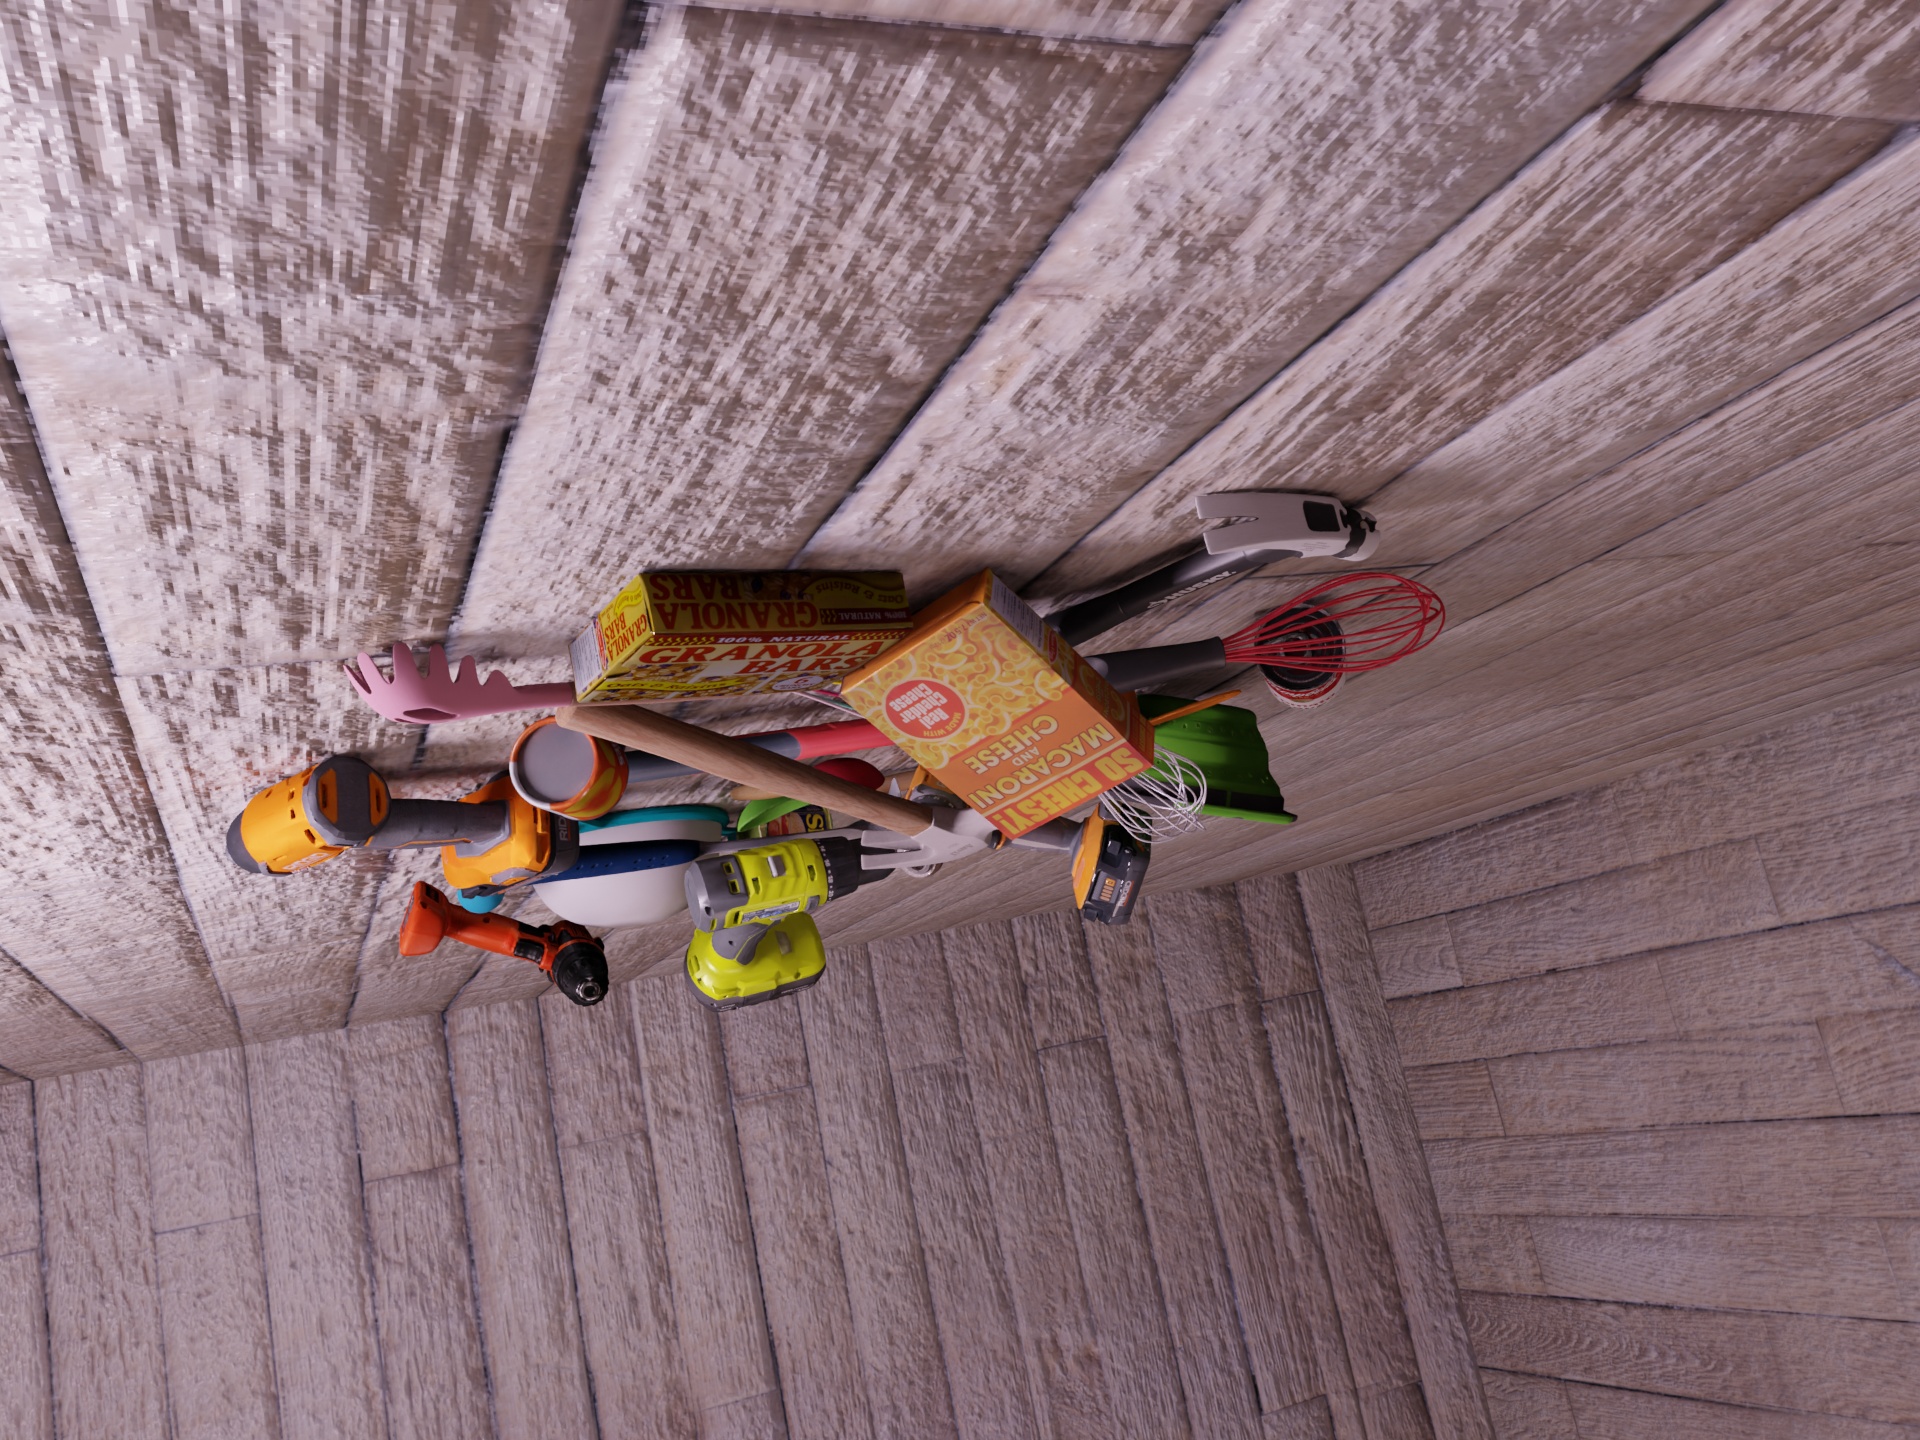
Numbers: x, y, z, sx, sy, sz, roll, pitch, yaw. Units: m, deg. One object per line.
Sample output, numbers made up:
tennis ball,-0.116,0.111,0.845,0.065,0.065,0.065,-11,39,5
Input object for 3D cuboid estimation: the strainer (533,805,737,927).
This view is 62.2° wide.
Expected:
strainer,-0.330,0.141,1.489,0.211,0.095,0.340,-12,169,3

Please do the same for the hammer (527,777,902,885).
hammer,-0.227,0.111,1.422,0.405,0.035,0.144,-3,152,-38

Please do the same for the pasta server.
pasta server,-0.224,-0.025,0.993,0.316,0.040,0.060,-5,167,-45

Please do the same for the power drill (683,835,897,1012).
power drill,-0.166,0.182,1.486,0.190,0.080,0.228,-11,151,-22

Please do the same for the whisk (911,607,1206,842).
whisk,0.071,0.004,1.079,0.284,0.070,0.070,35,142,-30

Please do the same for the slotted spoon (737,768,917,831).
slotted spoon,-0.063,0.061,1.536,0.313,0.031,0.070,-11,168,-12

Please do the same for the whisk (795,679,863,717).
whisk,-0.107,-0.029,1.039,0.244,0.047,0.051,4,122,-37

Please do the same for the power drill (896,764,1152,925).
power drill,0.052,0.110,1.420,0.226,0.084,0.185,17,-158,2

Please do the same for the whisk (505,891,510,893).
whisk,-0.415,0.112,1.409,0.058,0.059,0.246,-47,-179,-27

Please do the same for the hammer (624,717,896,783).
hammer,-0.129,0.021,1.172,0.386,0.038,0.143,-8,-167,-1

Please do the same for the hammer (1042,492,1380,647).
hammer,0.096,-0.073,1.044,0.146,0.035,0.335,0,164,-46

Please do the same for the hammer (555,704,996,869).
hammer,-0.122,0.040,1.107,0.331,0.031,0.130,20,144,-30

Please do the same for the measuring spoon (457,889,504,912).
measuring spoon,-0.403,0.149,1.413,0.128,0.021,0.042,-26,155,38

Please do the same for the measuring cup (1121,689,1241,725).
measuring cup,0.142,-0.019,1.301,0.173,0.052,0.095,-18,166,21

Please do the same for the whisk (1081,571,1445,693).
whisk,0.205,-0.053,1.140,0.296,0.073,0.073,-12,168,-5

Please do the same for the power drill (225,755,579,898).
power drill,-0.419,0.083,1.183,0.164,0.084,0.226,-20,161,36

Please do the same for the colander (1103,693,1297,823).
colander,0.175,0.024,1.475,0.204,0.094,0.397,8,-179,-17

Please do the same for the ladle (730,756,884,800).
ladle,-0.142,0.054,1.321,0.069,0.031,0.315,-13,-179,-25
